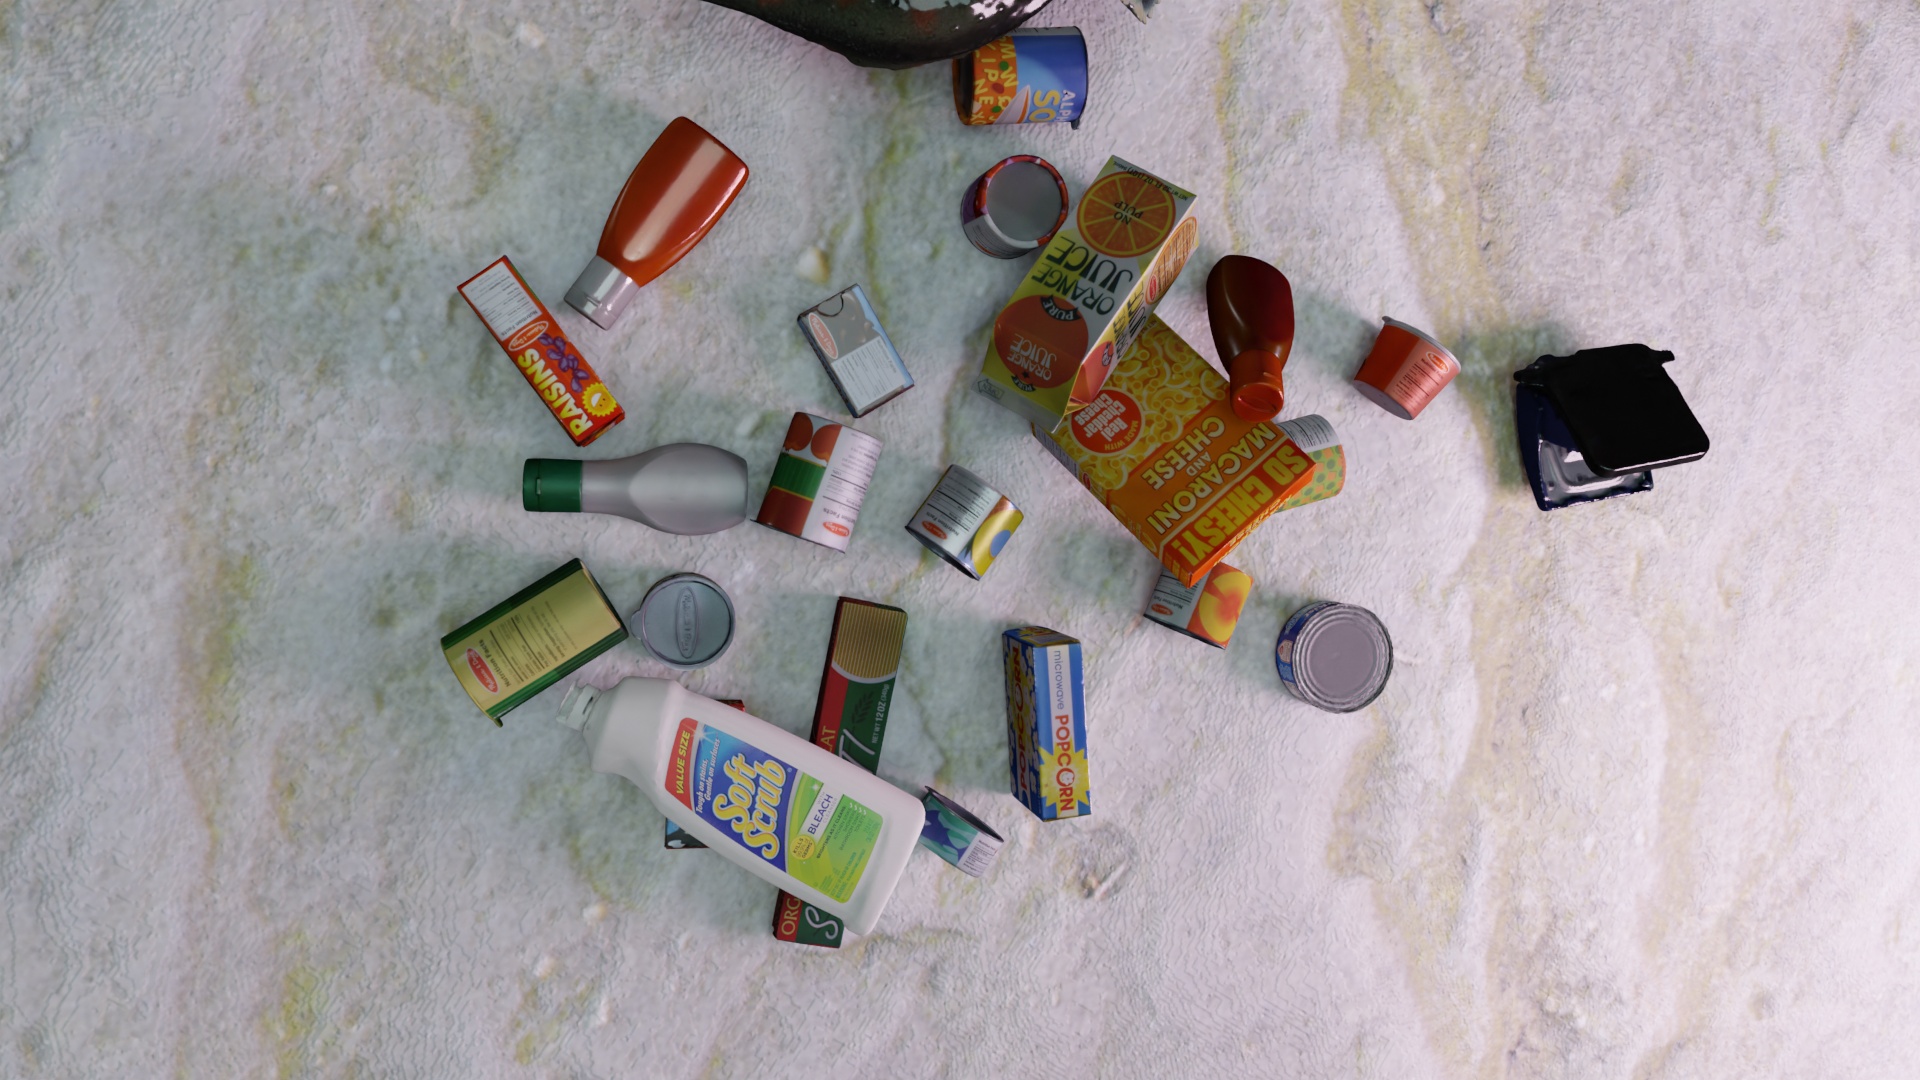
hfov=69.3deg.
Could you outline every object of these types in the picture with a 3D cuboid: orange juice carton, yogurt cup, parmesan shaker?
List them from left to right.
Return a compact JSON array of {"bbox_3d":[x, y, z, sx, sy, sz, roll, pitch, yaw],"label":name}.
[{"bbox_3d":[-0.281,0.067,0.928,0.103,0.071,0.071,-32,99,-10],"label":"parmesan shaker"},{"bbox_3d":[0.089,-0.168,0.981,0.072,0.073,0.193,31,80,18],"label":"orange juice carton"},{"bbox_3d":[0.340,-0.129,1.067,0.072,0.072,0.054,35,93,-12],"label":"yogurt cup"}]

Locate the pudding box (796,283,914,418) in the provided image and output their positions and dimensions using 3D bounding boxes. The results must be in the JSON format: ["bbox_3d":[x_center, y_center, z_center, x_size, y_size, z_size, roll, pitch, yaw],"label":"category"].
[{"bbox_3d":[-0.074,-0.134,0.986,0.050,0.030,0.083,-32,99,-9],"label":"pudding box"}]

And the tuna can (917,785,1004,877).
[{"bbox_3d":[-0.006,0.210,1.001,0.071,0.071,0.033,35,86,-12],"label":"tuna can"}]

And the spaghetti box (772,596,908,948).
[{"bbox_3d":[-0.087,0.167,0.997,0.050,0.028,0.250,11,90,-12],"label":"spaghetti box"}]

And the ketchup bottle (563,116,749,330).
[{"bbox_3d":[-0.210,-0.212,0.943,0.064,0.043,0.149,37,84,-11],"label":"ketchup bottle"}]

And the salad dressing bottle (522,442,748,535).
[{"bbox_3d":[-0.221,-0.036,0.950,0.148,0.044,0.064,2,94,-12],"label":"salad dressing bottle"}]

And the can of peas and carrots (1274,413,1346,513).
[{"bbox_3d":[0.248,-0.056,1.048,0.059,0.071,0.071,-15,96,-12],"label":"can of peas and carrots"}]

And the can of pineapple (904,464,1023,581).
[{"bbox_3d":[0.004,-0.012,0.993,0.071,0.071,0.058,37,84,-12],"label":"can of pineapple"}]

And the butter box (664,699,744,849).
[{"bbox_3d":[-0.180,0.164,0.978,0.053,0.024,0.103,2,92,-12],"label":"butter box"}]

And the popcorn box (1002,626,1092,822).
[{"bbox_3d":[0.061,0.129,1.001,0.038,0.085,0.126,-4,93,-14],"label":"popcorn box"}]

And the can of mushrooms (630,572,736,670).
[{"bbox_3d":[-0.193,0.055,0.965,0.071,0.033,0.071,-1,94,-13],"label":"can of mushrooms"}]

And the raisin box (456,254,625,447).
[{"bbox_3d":[-0.272,-0.120,0.911,0.040,0.086,0.123,-38,100,-10],"label":"raisin box"}]

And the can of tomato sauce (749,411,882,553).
[{"bbox_3d":[-0.100,-0.041,0.967,0.071,0.071,0.083,20,88,-13],"label":"can of tomato sauce"}]

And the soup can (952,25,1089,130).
[{"bbox_3d":[0.042,-0.327,0.986,0.084,0.071,0.071,-6,94,-12],"label":"soup can"}]

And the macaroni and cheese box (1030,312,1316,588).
[{"bbox_3d":[0.151,-0.066,0.999,0.124,0.040,0.167,-40,71,-8],"label":"macaroni and cheese box"}]

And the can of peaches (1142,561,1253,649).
[{"bbox_3d":[0.179,0.043,1.036,0.071,0.071,0.058,23,87,-13],"label":"can of peaches"}]

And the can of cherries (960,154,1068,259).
[{"bbox_3d":[0.039,-0.240,0.993,0.071,0.058,0.071,-1,93,-13],"label":"can of cherries"}]

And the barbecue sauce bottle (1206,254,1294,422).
[{"bbox_3d":[0.210,-0.146,0.999,0.065,0.043,0.149,20,43,-11],"label":"barbecue sauce bottle"}]
